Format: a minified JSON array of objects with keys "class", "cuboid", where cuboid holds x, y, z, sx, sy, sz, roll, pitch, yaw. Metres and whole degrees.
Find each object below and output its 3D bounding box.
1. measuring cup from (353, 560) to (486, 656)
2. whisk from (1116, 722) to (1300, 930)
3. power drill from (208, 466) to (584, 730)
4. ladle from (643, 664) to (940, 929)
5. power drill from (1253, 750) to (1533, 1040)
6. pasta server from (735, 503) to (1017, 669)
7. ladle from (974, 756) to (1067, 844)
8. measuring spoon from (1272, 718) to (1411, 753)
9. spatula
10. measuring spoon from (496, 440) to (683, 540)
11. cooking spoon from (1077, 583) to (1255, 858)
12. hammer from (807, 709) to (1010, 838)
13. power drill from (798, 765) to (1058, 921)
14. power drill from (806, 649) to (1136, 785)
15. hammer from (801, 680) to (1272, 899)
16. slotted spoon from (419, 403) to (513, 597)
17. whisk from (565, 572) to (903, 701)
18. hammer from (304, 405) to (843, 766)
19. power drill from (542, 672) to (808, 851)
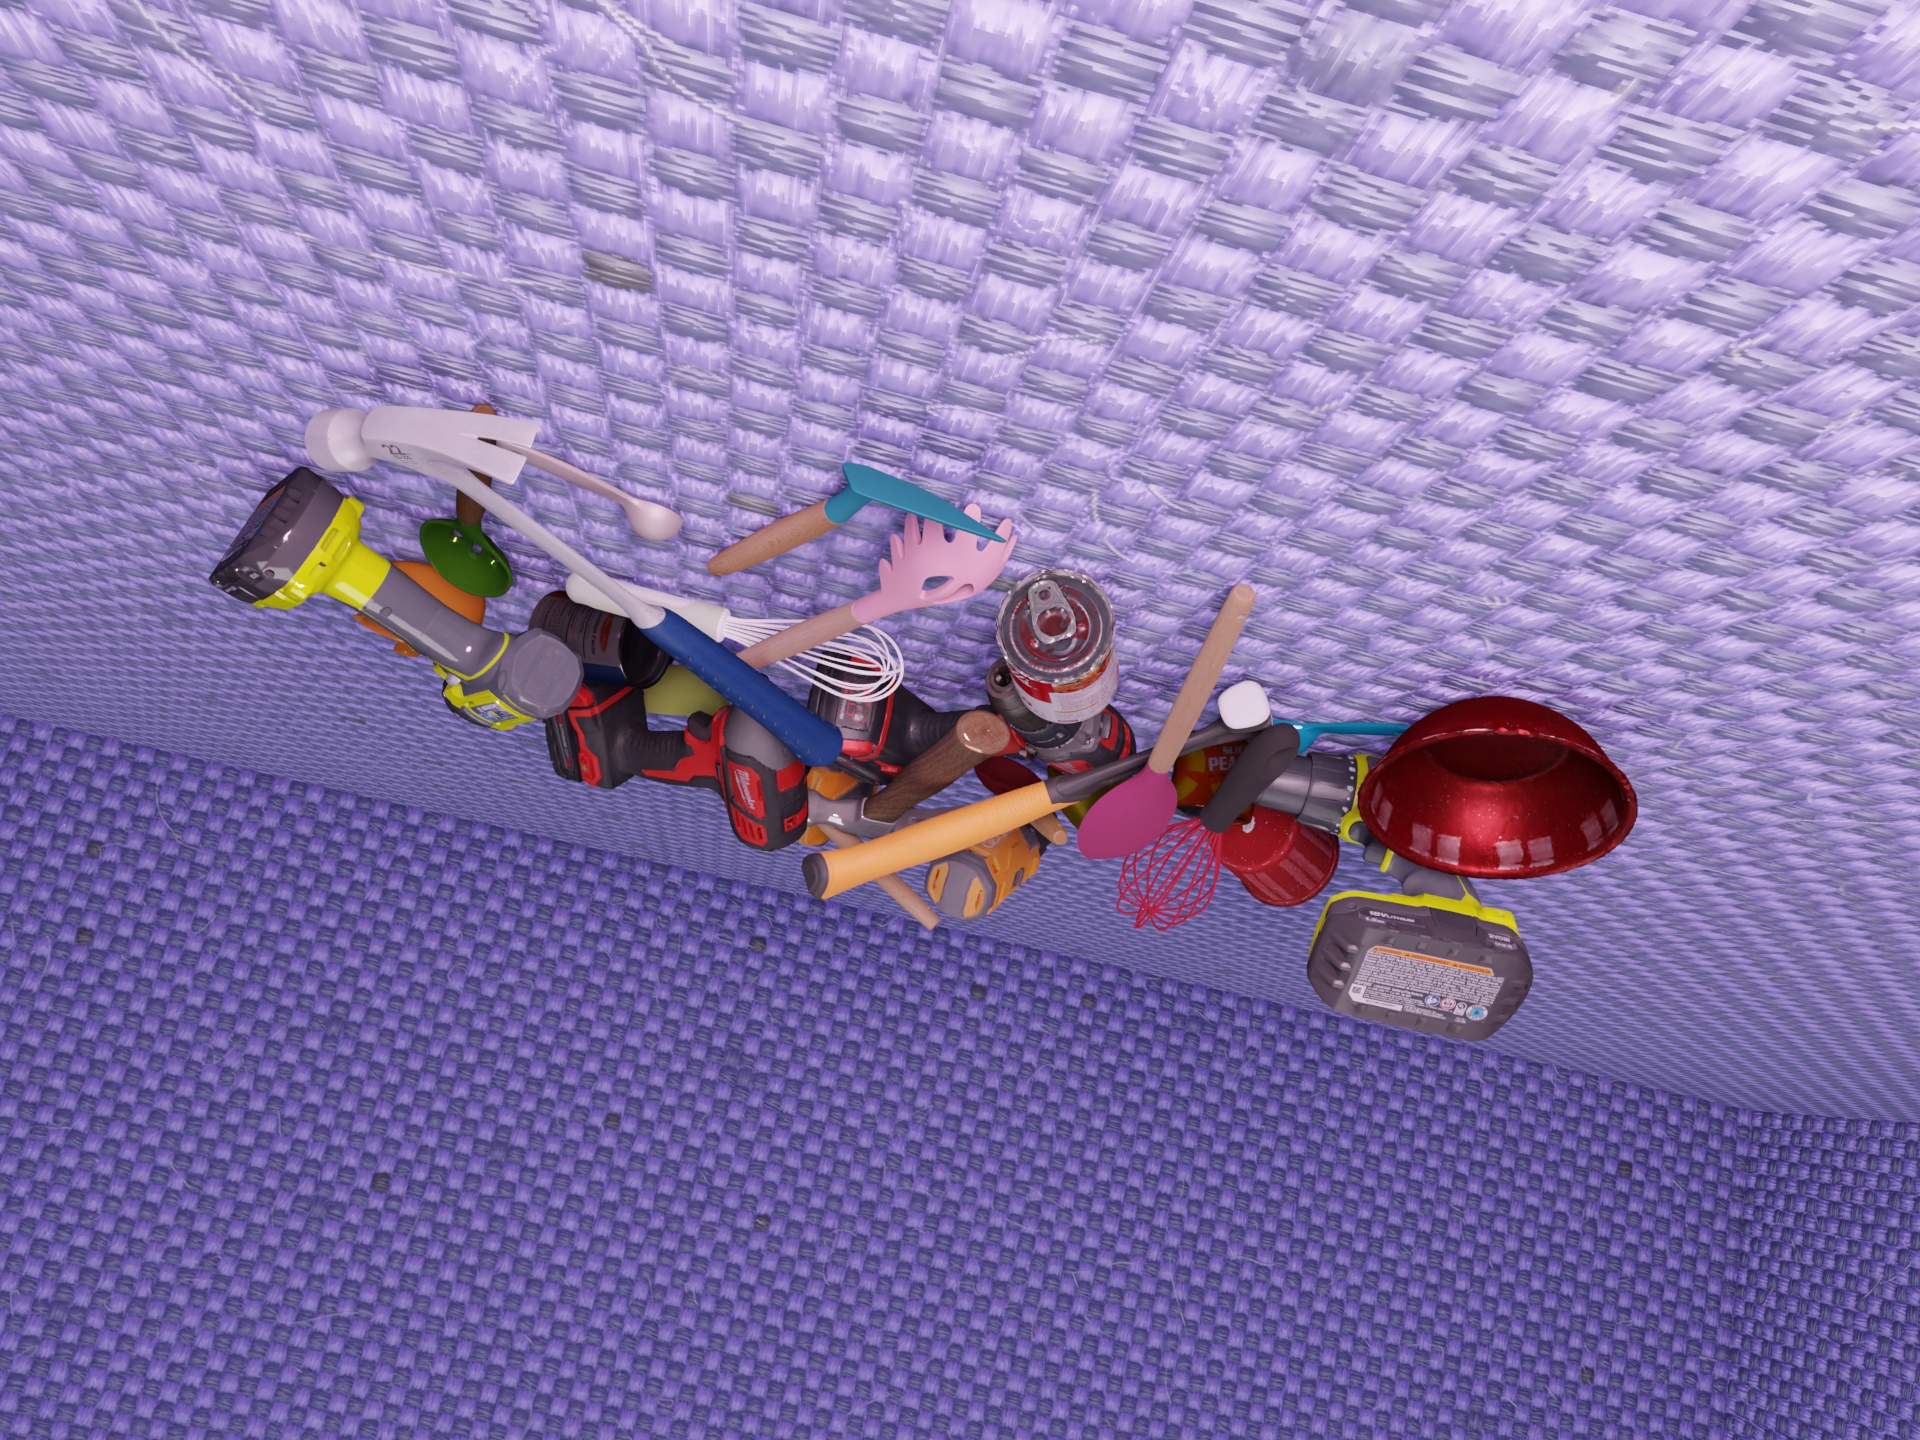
[{"class":"measuring cup","cuboid":[-0.425,-0.084,1.254,0.095,0.052,0.173,17,168,-21]},{"class":"whisk","cuboid":[0.176,0.078,1.140,0.073,0.073,0.295,14,148,-7]},{"class":"power drill","cuboid":[-0.387,-0.069,1.095,0.223,0.080,0.171,37,156,-28]},{"class":"ladle","cuboid":[-0.144,0.068,1.322,0.320,0.062,0.078,43,-167,7]},{"class":"power drill","cuboid":[0.289,0.101,1.089,0.190,0.229,0.080,12,123,0]},{"class":"pasta server","cuboid":[-0.070,-0.068,0.962,0.060,0.040,0.316,19,161,-28]},{"class":"ladle","cuboid":[0.054,0.066,1.279,0.069,0.031,0.315,19,-176,-8]},{"class":"measuring spoon","cuboid":[0.259,0.014,1.097,0.042,0.021,0.129,23,165,-39]},{"class":"spatula","cuboid":[-0.082,-0.101,0.875,0.082,0.044,0.317,15,169,-27]},{"class":"measuring spoon","cuboid":[-0.217,-0.131,0.923,0.124,0.018,0.034,24,163,-37]},{"class":"cooking spoon","cuboid":[0.130,0.014,0.992,0.068,0.017,0.318,-6,149,-13]},{"class":"hammer","cuboid":[-0.029,0.046,1.152,0.130,0.031,0.331,12,163,-14]},{"class":"power drill","cuboid":[-0.032,0.083,1.398,0.226,0.084,0.185,24,-155,19]},{"class":"power drill","cuboid":[-0.002,-0.004,1.155,0.227,0.080,0.187,2,164,28]},{"class":"hammer","cuboid":[0.052,0.056,1.095,0.337,0.034,0.127,-20,163,6]},{"class":"slotted spoon","cuboid":[-0.295,-0.132,0.966,0.070,0.031,0.314,33,162,-11]},{"class":"whisk","cuboid":[-0.158,-0.065,1.107,0.246,0.059,0.058,16,-153,4]},{"class":"hammer","cuboid":[-0.190,-0.066,0.954,0.144,0.035,0.405,6,159,34]},{"class":"power drill","cuboid":[-0.217,0.008,1.227,0.220,0.078,0.143,17,128,25]}]
